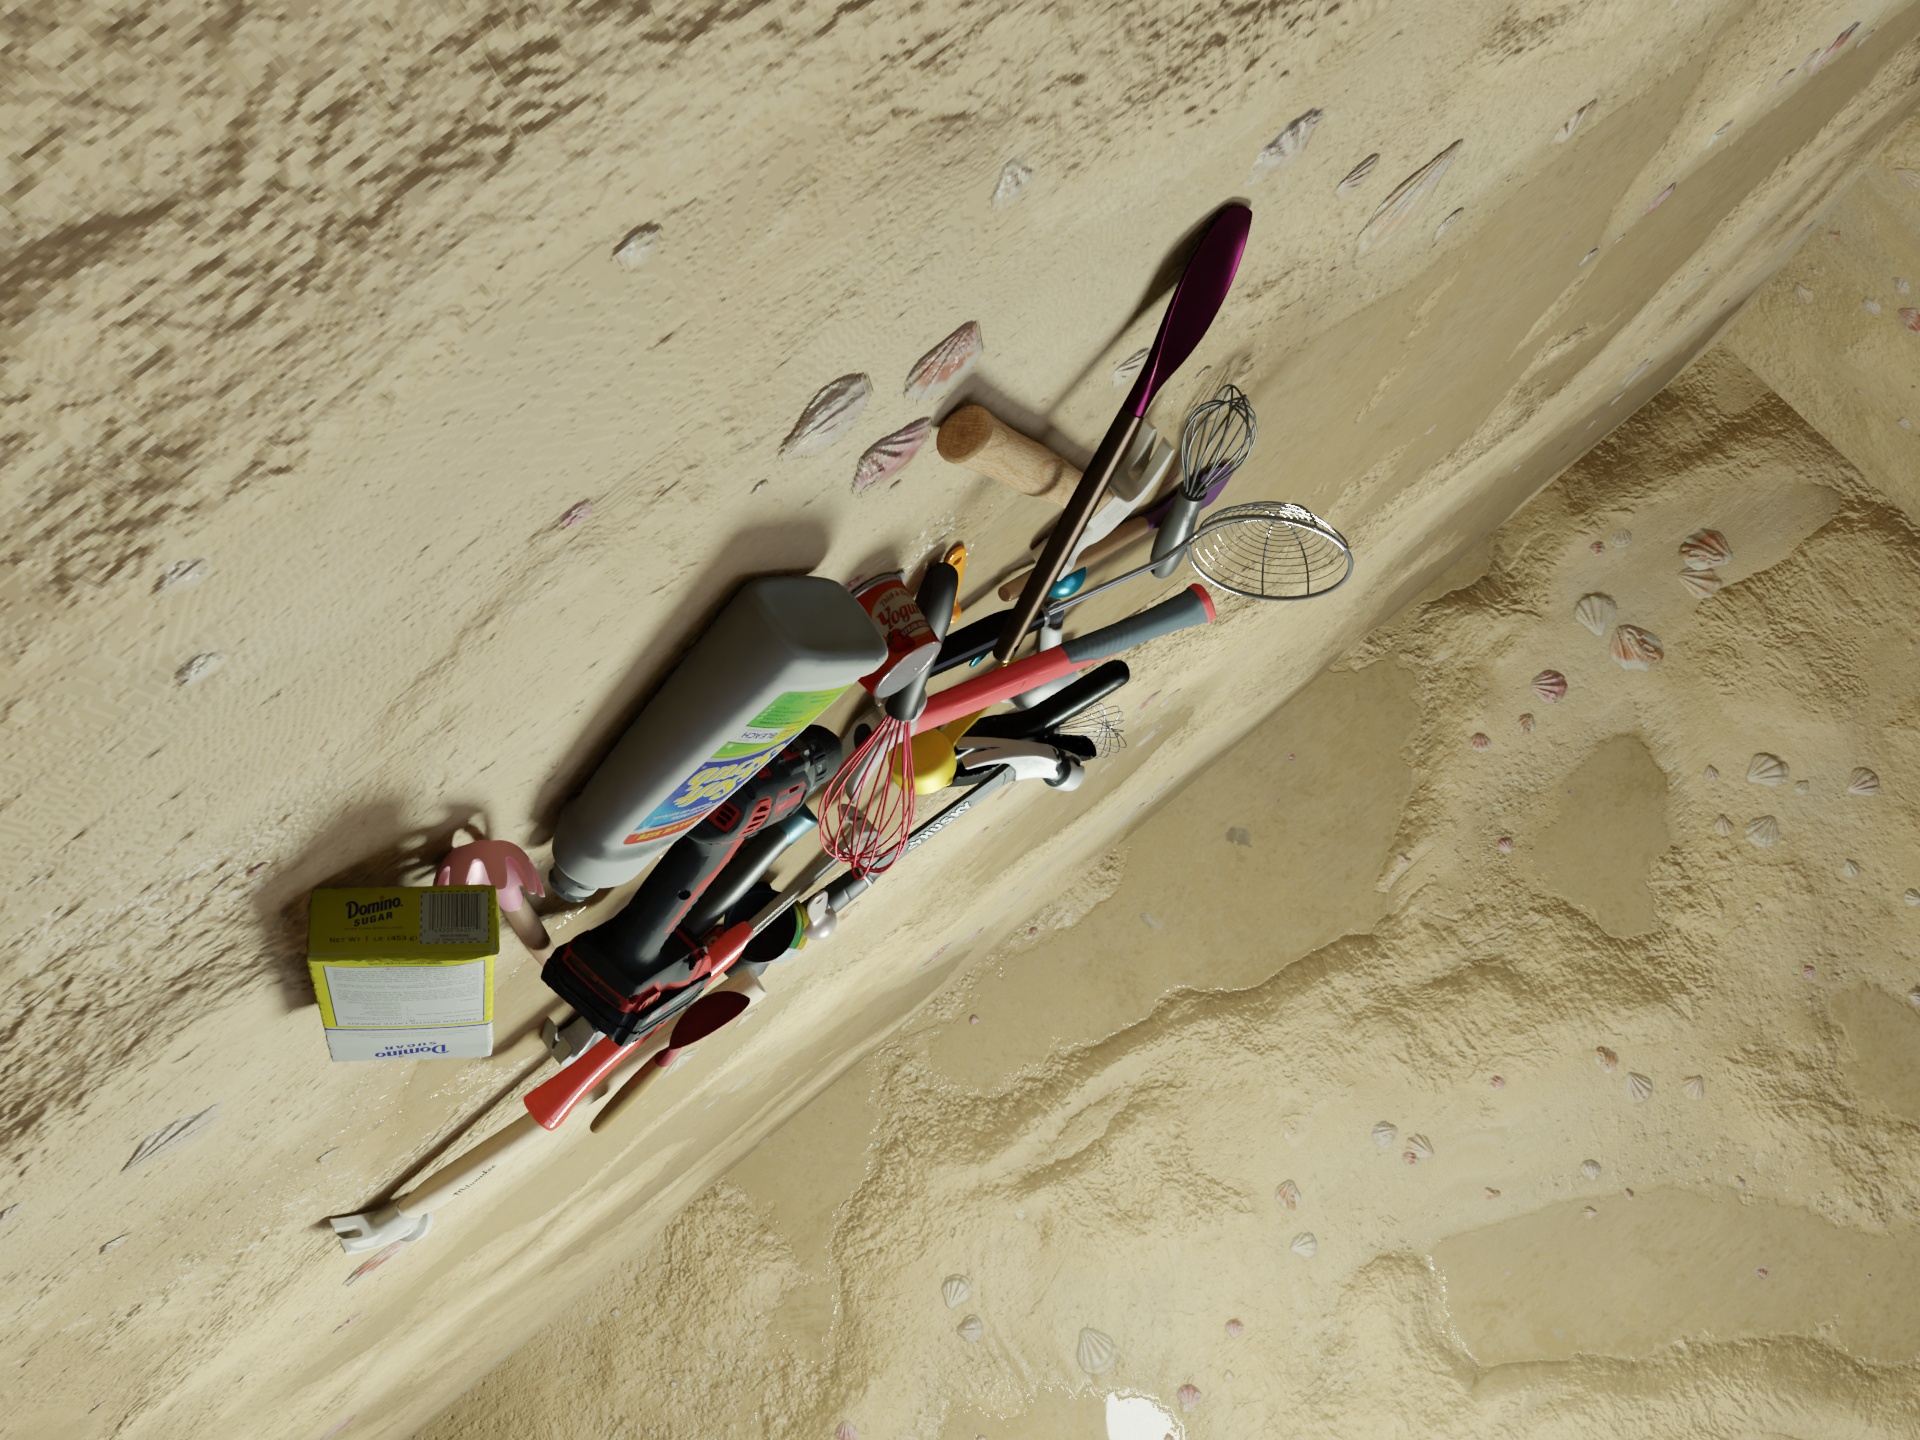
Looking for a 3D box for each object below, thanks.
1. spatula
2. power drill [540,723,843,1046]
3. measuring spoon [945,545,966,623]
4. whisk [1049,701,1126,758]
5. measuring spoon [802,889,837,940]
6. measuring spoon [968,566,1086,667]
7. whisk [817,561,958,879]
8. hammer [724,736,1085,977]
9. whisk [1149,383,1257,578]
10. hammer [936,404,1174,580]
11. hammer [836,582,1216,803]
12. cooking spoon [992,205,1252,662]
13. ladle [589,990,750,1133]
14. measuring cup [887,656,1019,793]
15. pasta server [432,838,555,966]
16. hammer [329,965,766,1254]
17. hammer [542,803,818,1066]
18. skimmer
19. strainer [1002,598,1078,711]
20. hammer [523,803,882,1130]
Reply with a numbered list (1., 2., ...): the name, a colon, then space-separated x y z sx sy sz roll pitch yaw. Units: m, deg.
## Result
1. spatula: 0.133 -0.152 1.279 0.316 0.018 0.059 -30 159 -42
2. power drill: -0.170 0.097 1.090 0.226 0.080 0.188 -55 170 18
3. measuring spoon: -0.004 -0.092 1.104 0.021 0.011 0.116 -37 167 -15
4. whisk: 0.106 0.012 1.671 0.070 0.070 0.284 -45 161 21
5. measuring spoon: -0.116 0.165 1.337 0.034 0.018 0.124 -39 168 -15
6. measuring spoon: 0.057 -0.082 1.283 0.128 0.021 0.042 -45 166 15
7. whisk: -0.047 0.006 1.133 0.073 0.073 0.295 -29 149 -42
8. hammer: -0.078 0.135 1.476 0.409 0.036 0.149 -37 148 25
9. whisk: 0.183 -0.177 1.242 0.055 0.055 0.238 -35 163 -22
10. hammer: 0.058 -0.157 1.019 0.130 0.031 0.331 -43 167 14
11. hammer: 0.066 -0.037 1.325 0.386 0.038 0.143 -22 159 -35
12. cooking spoon: 0.093 -0.168 0.979 0.068 0.017 0.318 -18 141 -57
13. ladle: -0.255 0.291 1.324 0.069 0.031 0.315 -34 172 -43
14. measuring cup: -0.002 -0.004 1.345 0.156 0.062 0.029 -49 152 -18
15. pasta server: -0.277 0.126 0.997 0.060 0.040 0.316 -7 161 -10
16. hammer: -0.354 0.341 1.398 0.410 0.038 0.146 -33 167 -2
17. hammer: -0.230 0.177 1.314 0.331 0.033 0.128 -45 167 19
18. skimmer: 0.127 -0.079 1.207 0.363 0.090 0.127 -24 165 -17
19. strainer: 0.079 -0.051 1.421 0.087 0.050 0.258 -24 161 -7
20. hammer: -0.209 0.201 1.298 0.359 0.037 0.149 -41 169 -6
